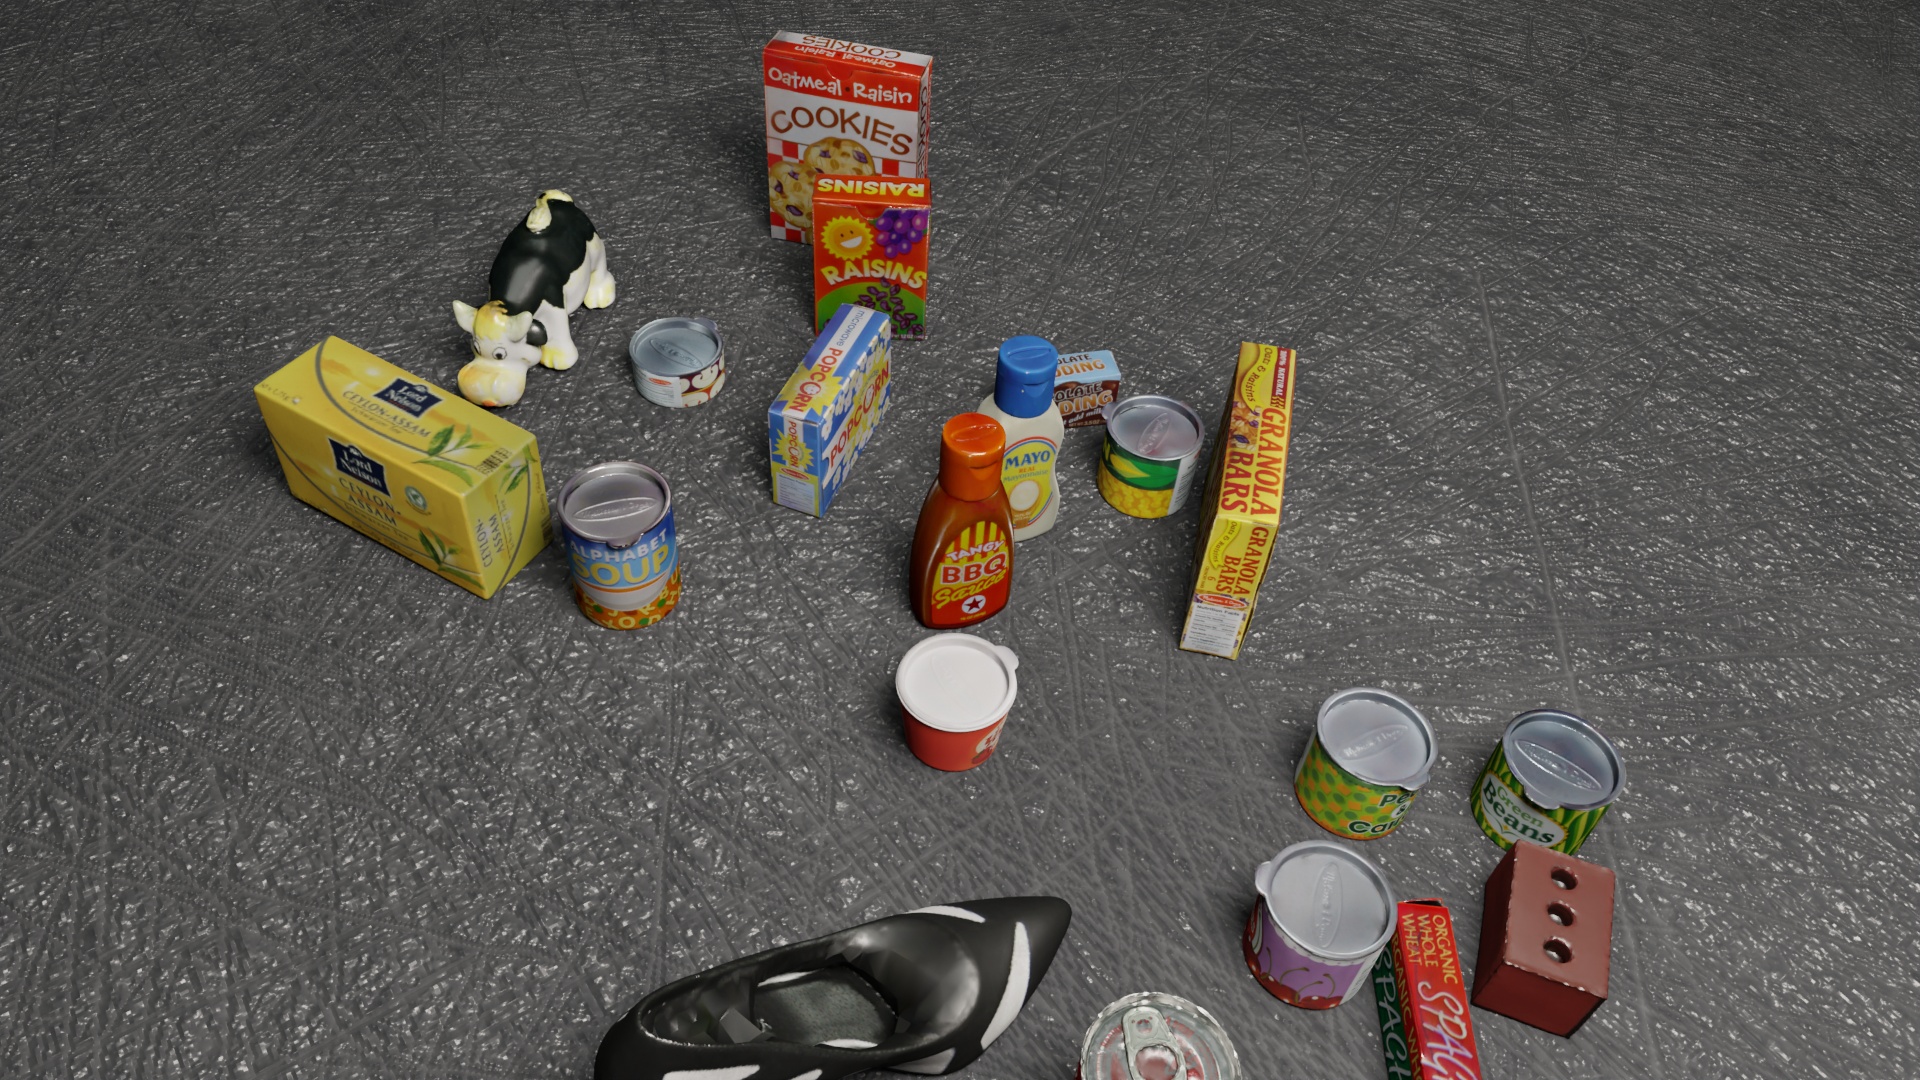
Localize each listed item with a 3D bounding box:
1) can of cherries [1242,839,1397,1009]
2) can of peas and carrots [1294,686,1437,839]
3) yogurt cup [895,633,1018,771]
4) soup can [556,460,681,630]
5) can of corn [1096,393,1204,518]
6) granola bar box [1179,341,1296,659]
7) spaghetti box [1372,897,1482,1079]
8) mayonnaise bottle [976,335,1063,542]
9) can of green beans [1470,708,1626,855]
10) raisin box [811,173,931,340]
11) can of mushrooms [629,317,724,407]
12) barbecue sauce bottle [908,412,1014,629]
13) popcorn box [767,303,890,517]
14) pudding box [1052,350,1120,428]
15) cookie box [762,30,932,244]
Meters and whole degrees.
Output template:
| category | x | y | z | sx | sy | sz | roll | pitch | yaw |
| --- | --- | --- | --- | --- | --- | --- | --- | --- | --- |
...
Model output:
| category | x | y | z | sx | sy | sz | roll | pitch | yaw |
| --- | --- | --- | --- | --- | --- | --- | --- | --- | --- |
| can of cherries | 0.180 | 0.196 | 0.712 | 0.071 | 0.058 | 0.072 | 2 | 46 | -2 |
| can of peas and carrots | 0.228 | 0.127 | 0.781 | 0.071 | 0.058 | 0.071 | 2 | 46 | -2 |
| yogurt cup | -0.004 | 0.095 | 0.795 | 0.072 | 0.053 | 0.073 | 2 | 46 | -3 |
| soup can | -0.205 | 0.006 | 0.842 | 0.071 | 0.083 | 0.072 | 2 | 46 | -2 |
| can of corn | 0.127 | -0.058 | 0.950 | 0.071 | 0.058 | 0.071 | 2 | 46 | -2 |
| granola bar box | 0.177 | -0.027 | 0.879 | 0.039 | 0.123 | 0.166 | 12 | 47 | 6 |
| spaghetti box | 0.224 | 0.286 | 0.635 | 0.029 | 0.049 | 0.251 | 5 | 46 | 0 |
| mayonnaise bottle | 0.036 | -0.062 | 0.883 | 0.065 | 0.147 | 0.041 | -12 | 49 | -15 |
| can of green beans | 0.328 | 0.138 | 0.780 | 0.071 | 0.057 | 0.071 | 2 | 46 | -2 |
| raisin box | -0.066 | -0.209 | 1.032 | 0.086 | 0.122 | 0.040 | 3 | 46 | -2 |
| can of mushrooms | -0.203 | -0.130 | 1.007 | 0.071 | 0.033 | 0.071 | 2 | 46 | -3 |
| barbecue sauce bottle | 0.003 | -0.010 | 0.831 | 0.065 | 0.147 | 0.044 | -14 | 49 | -17 |
| popcorn box | -0.087 | -0.090 | 0.943 | 0.038 | 0.084 | 0.127 | 16 | 47 | 11 |
| pudding box | 0.070 | -0.107 | 0.997 | 0.084 | 0.049 | 0.030 | -7 | 48 | -11 |
| cookie box | -0.089 | -0.306 | 1.092 | 0.123 | 0.166 | 0.040 | 11 | 47 | 6 |
